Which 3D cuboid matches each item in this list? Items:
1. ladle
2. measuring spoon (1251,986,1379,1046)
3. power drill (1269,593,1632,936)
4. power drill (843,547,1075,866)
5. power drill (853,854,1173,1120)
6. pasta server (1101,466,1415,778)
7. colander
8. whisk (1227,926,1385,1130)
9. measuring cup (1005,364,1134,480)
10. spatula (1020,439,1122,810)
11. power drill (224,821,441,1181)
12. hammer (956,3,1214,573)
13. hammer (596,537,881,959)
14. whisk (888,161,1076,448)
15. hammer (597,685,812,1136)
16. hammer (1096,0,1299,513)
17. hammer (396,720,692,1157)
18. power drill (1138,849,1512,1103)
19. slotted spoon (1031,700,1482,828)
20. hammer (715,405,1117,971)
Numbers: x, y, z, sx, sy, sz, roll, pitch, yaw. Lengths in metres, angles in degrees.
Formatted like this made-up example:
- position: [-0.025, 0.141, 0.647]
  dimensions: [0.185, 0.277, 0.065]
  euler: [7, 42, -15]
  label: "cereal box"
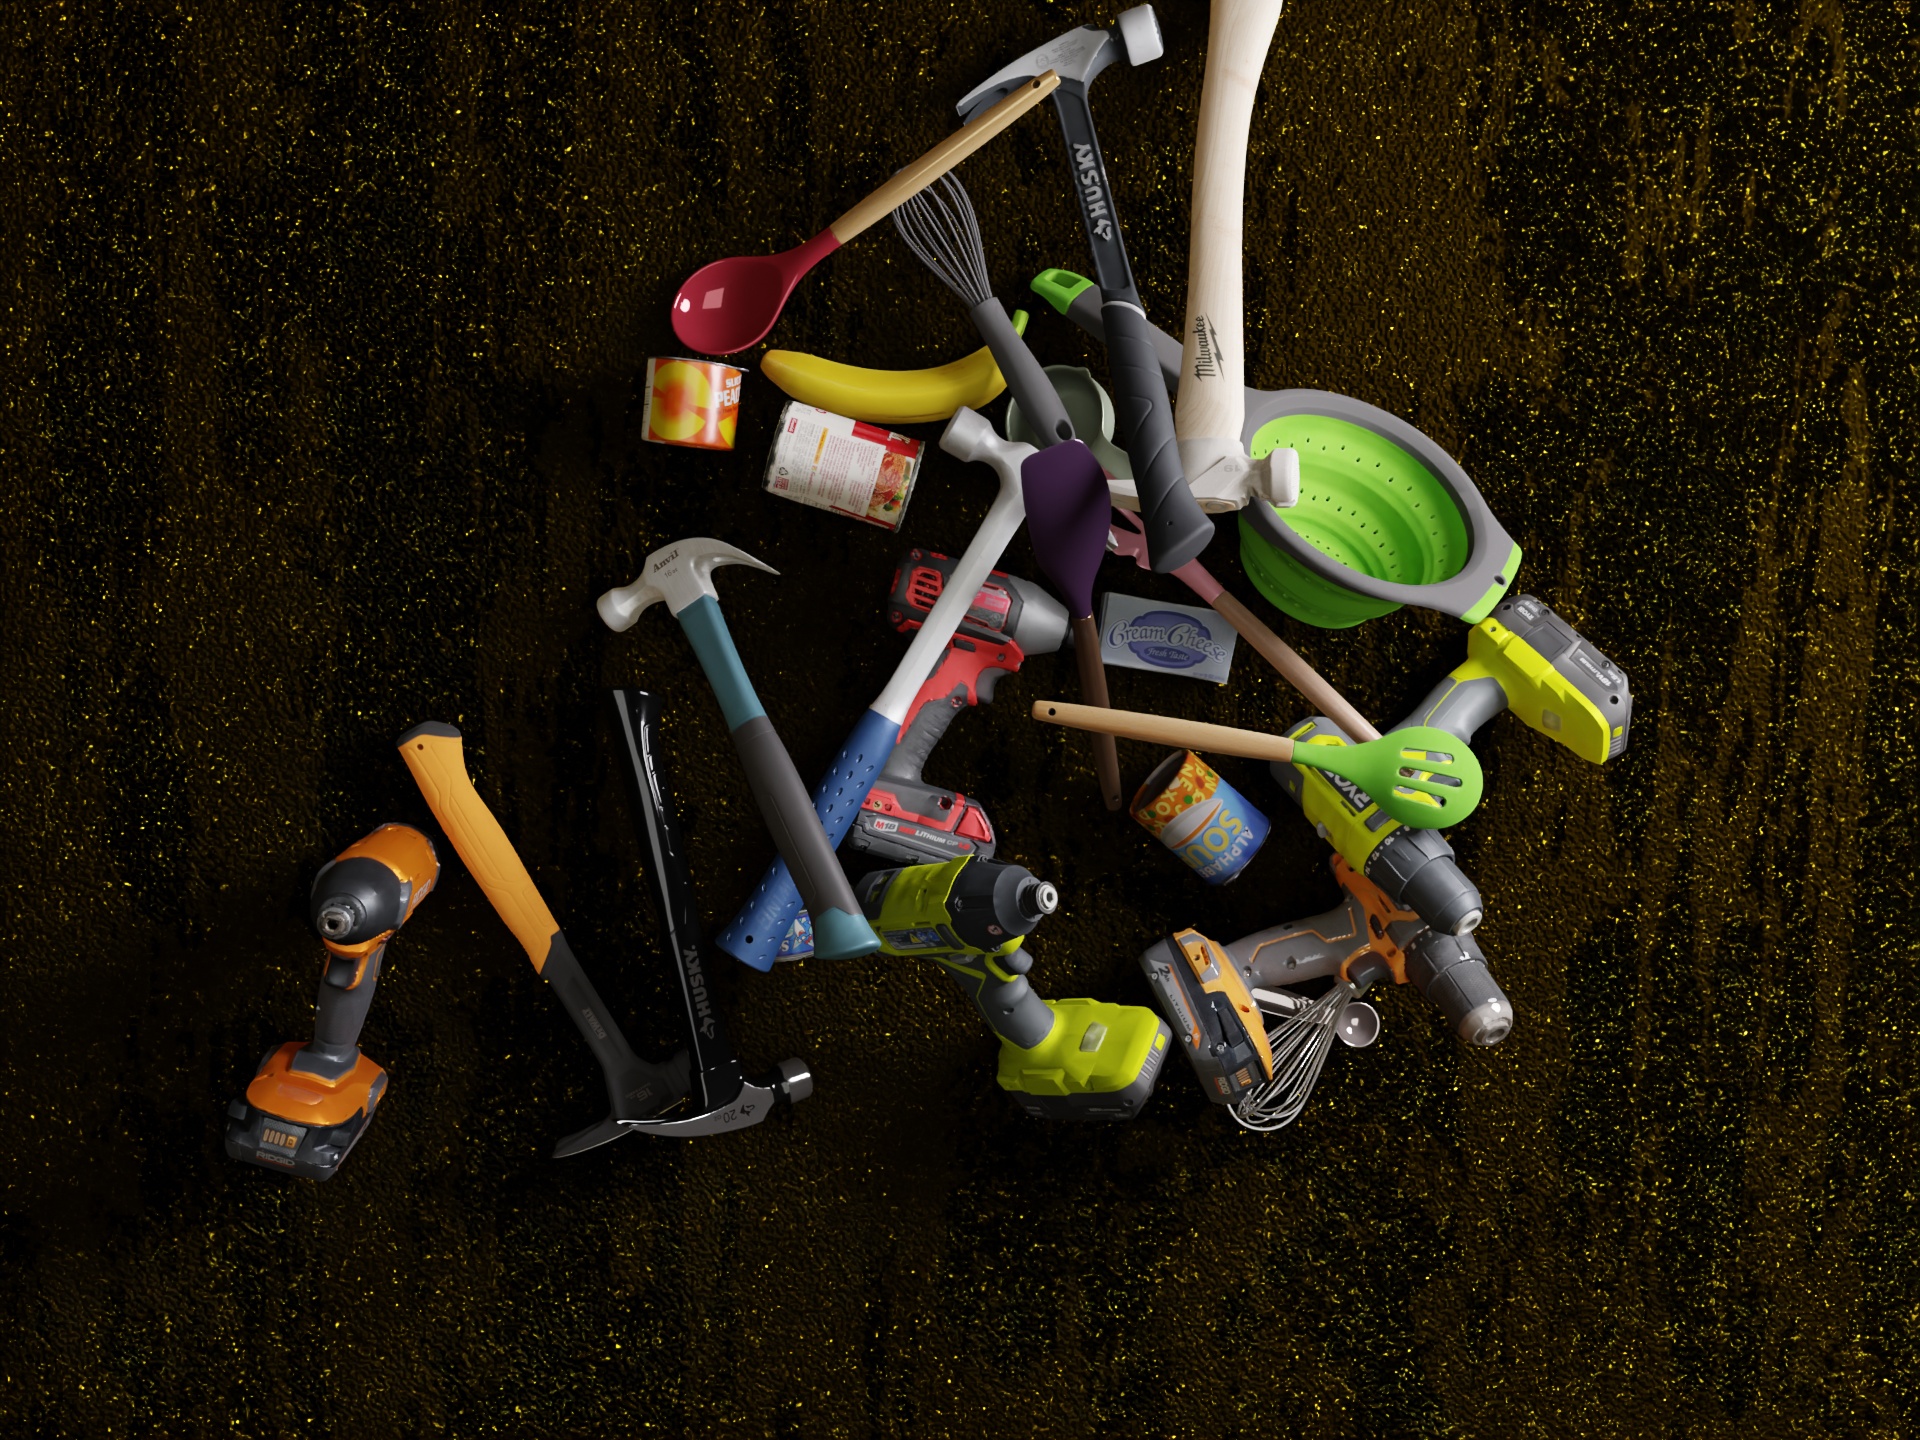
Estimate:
- position: [-0.066, -0.352, 1.099]
  dimensions: [0.315, 0.031, 0.069]
  euler: [-31, 82, 14]
  label: "ladle"
- position: [0.263, 0.222, 1.233]
  dimensions: [0.124, 0.018, 0.034]
  euler: [16, 84, 0]
  label: "measuring spoon"
- position: [0.365, 0.032, 1.146]
  dimensions: [0.228, 0.080, 0.191]
  euler: [-36, 55, -4]
  label: "power drill"
- position: [-0.002, -0.004, 1.155]
  dimensions: [0.143, 0.078, 0.219]
  euler: [15, 92, -6]
  label: "power drill"
- position: [0.045, 0.184, 1.115]
  dimensions: [0.223, 0.171, 0.080]
  euler: [50, 51, -26]
  label: "power drill"
- position: [0.203, -0.070, 1.137]
  dimensions: [0.060, 0.040, 0.316]
  euler: [-46, 77, 8]
  label: "pasta server"
- position: [0.202, -0.182, 1.143]
  dimensions: [0.397, 0.094, 0.204]
  euler: [37, 48, 9]
  label: "colander"
- position: [0.287, 0.207, 1.203]
  dimensions: [0.059, 0.057, 0.246]
  euler: [39, 80, 10]
  label: "whisk"
- position: [0.107, -0.187, 1.128]
  dimensions: [0.168, 0.038, 0.083]
  euler: [39, 105, 20]
  label: "measuring cup"
- position: [0.089, -0.055, 1.103]
  dimensions: [0.060, 0.018, 0.315]
  euler: [-21, 130, -10]
  label: "spatula"
- position: [-0.430, 0.193, 1.096]
  dimensions: [0.084, 0.164, 0.226]
  euler: [18, 96, -7]
  label: "power drill"
- position: [0.099, -0.287, 1.058]
  dimensions: [0.149, 0.036, 0.409]
  euler: [-15, 70, 14]
  label: "hammer"
- position: [-0.138, 0.016, 1.077]
  dimensions: [0.128, 0.033, 0.331]
  euler: [-33, 68, 15]
  label: "hammer"
- position: [0.019, -0.290, 1.119]
  dimensions: [0.055, 0.055, 0.239]
  euler: [-29, 86, -1]
  label: "whisk"
- position: [-0.211, 0.137, 1.152]
  dimensions: [0.146, 0.035, 0.335]
  euler: [-15, 93, -33]
  label: "hammer"
- position: [0.166, -0.337, 1.089]
  dimensions: [0.146, 0.038, 0.411]
  euler: [1, 75, 18]
  label: "hammer"
- position: [-0.319, 0.155, 1.165]
  dimensions: [0.127, 0.034, 0.337]
  euler: [-29, 98, -2]
  label: "hammer"
- position: [0.265, 0.192, 1.149]
  dimensions: [0.226, 0.186, 0.084]
  euler: [-27, 136, 0]
  label: "power drill"
- position: [0.204, 0.019, 1.103]
  dimensions: [0.314, 0.031, 0.070]
  euler: [10, 87, 9]
  label: "slotted spoon"
- position: [-0.041, -0.009, 1.098]
  dimensions: [0.144, 0.035, 0.405]
  euler: [31, 87, -3]
  label: "hammer"
